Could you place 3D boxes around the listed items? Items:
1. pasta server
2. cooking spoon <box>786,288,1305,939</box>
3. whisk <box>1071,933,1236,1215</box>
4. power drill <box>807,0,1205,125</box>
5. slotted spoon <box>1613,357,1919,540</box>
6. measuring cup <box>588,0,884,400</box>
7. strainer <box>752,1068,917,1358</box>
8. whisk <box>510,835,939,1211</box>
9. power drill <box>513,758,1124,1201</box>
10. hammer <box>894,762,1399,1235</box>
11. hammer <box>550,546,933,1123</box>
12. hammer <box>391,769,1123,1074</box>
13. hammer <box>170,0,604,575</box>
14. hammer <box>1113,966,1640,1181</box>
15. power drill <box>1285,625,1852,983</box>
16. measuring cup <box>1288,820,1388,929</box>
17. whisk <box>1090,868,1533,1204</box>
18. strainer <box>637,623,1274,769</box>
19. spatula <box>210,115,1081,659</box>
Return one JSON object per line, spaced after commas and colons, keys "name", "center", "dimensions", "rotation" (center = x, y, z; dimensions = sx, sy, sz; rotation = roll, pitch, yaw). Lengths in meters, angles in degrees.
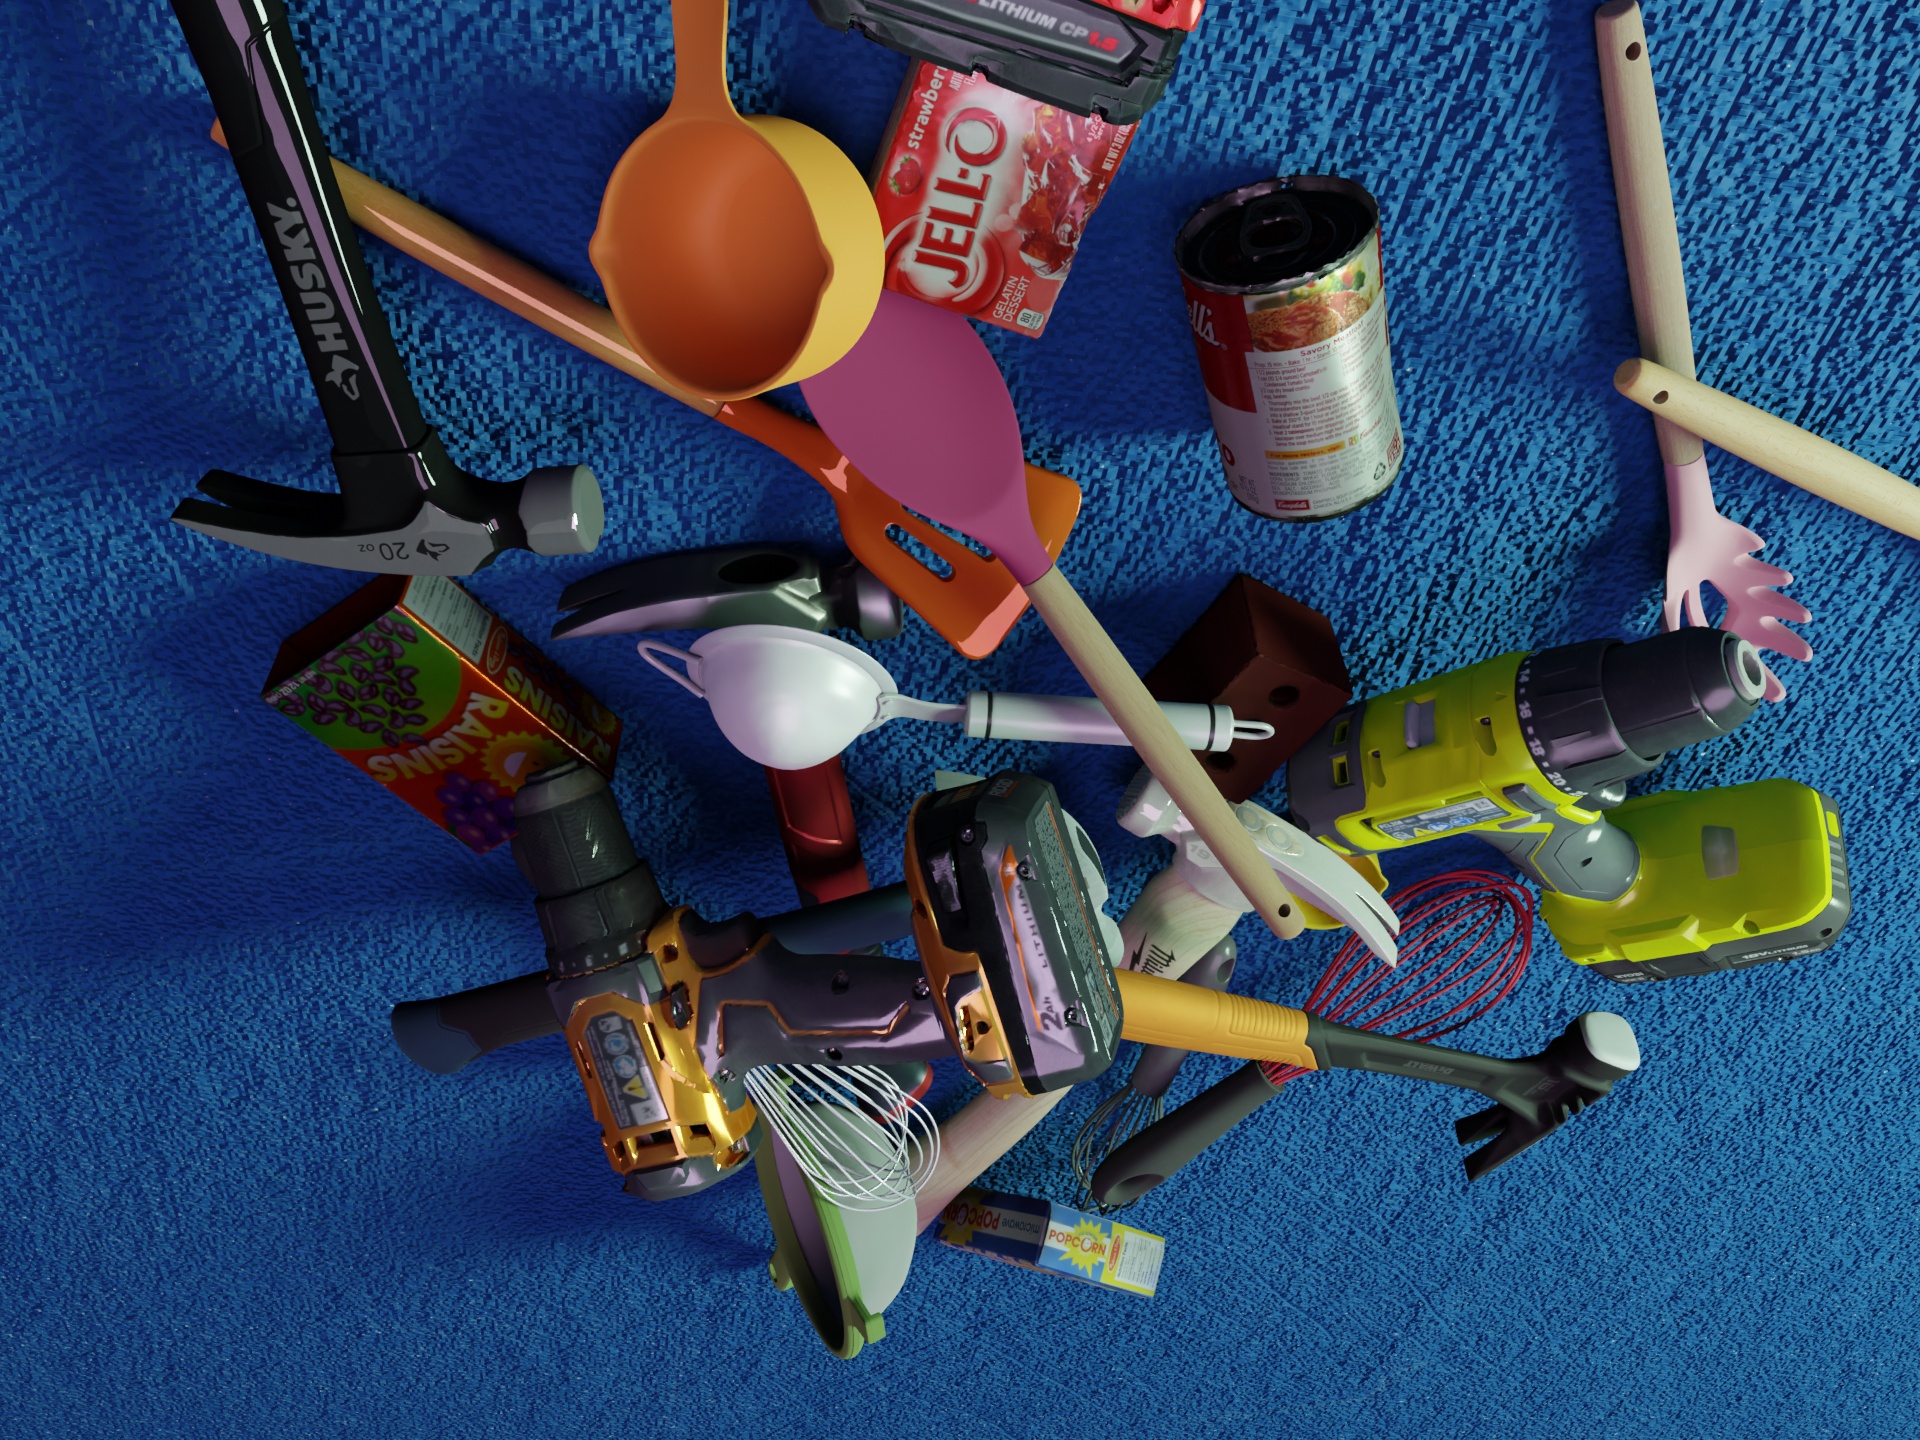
{"name": "pasta server", "center": [0.274, -0.118, 0.600], "dimensions": [0.060, 0.040, 0.315], "rotation": [-30, 129, 2]}
{"name": "cooking spoon", "center": [0.043, -0.035, 0.603], "dimensions": [0.069, 0.017, 0.318], "rotation": [-42, 107, -14]}
{"name": "whisk", "center": [0.110, 0.202, 0.896], "dimensions": [0.055, 0.055, 0.238], "rotation": [9, 128, -11]}
{"name": "power drill", "center": [0.033, -0.283, 0.405], "dimensions": [0.143, 0.079, 0.219], "rotation": [13, 129, -15]}
{"name": "slotted spoon", "center": [0.371, -0.085, 0.624], "dimensions": [0.313, 0.031, 0.070], "rotation": [15, 130, -24]}
{"name": "measuring cup", "center": [-0.067, -0.192, 0.505], "dimensions": [0.095, 0.052, 0.173], "rotation": [11, 112, 26]}
{"name": "strainer", "center": [-0.074, 0.301, 0.951], "dimensions": [0.069, 0.152, 0.256], "rotation": [-17, 157, -20]}
{"name": "whisk", "center": [-0.117, 0.150, 0.793], "dimensions": [0.070, 0.070, 0.284], "rotation": [-35, 109, 27]}
{"name": "power drill", "center": [-0.066, 0.085, 0.645], "dimensions": [0.226, 0.084, 0.185], "rotation": [-17, 97, 15]}
{"name": "hammer", "center": [0.060, 0.185, 0.859], "dimensions": [0.146, 0.038, 0.410], "rotation": [31, 130, -4]}
{"name": "hammer", "center": [-0.078, 0.078, 0.770], "dimensions": [0.143, 0.038, 0.385], "rotation": [-5, 134, 3]}
{"name": "hammer", "center": [-0.096, 0.106, 0.727], "dimensions": [0.331, 0.033, 0.128], "rotation": [-15, 130, 4]}
{"name": "hammer", "center": [-0.219, -0.190, 0.485], "dimensions": [0.146, 0.035, 0.334], "rotation": [-3, 128, 6]}
{"name": "hammer", "center": [0.142, 0.149, 0.746], "dimensions": [0.336, 0.034, 0.127], "rotation": [15, 136, -16]}
{"name": "power drill", "center": [0.280, 0.036, 0.678], "dimensions": [0.228, 0.080, 0.190], "rotation": [27, 148, -33]}
{"name": "measuring cup", "center": [0.170, 0.031, 0.753], "dimensions": [0.062, 0.029, 0.156], "rotation": [-3, 122, 10]}
{"name": "whisk", "center": [0.178, 0.176, 0.838], "dimensions": [0.073, 0.073, 0.296], "rotation": [34, 116, -30]}
{"name": "strainer", "center": [-0.001, -0.002, 0.634], "dimensions": [0.258, 0.050, 0.086], "rotation": [3, 151, -4]}
{"name": "spatula", "center": [-0.106, -0.126, 0.570], "dimensions": [0.322, 0.041, 0.081], "rotation": [26, 103, -23]}
